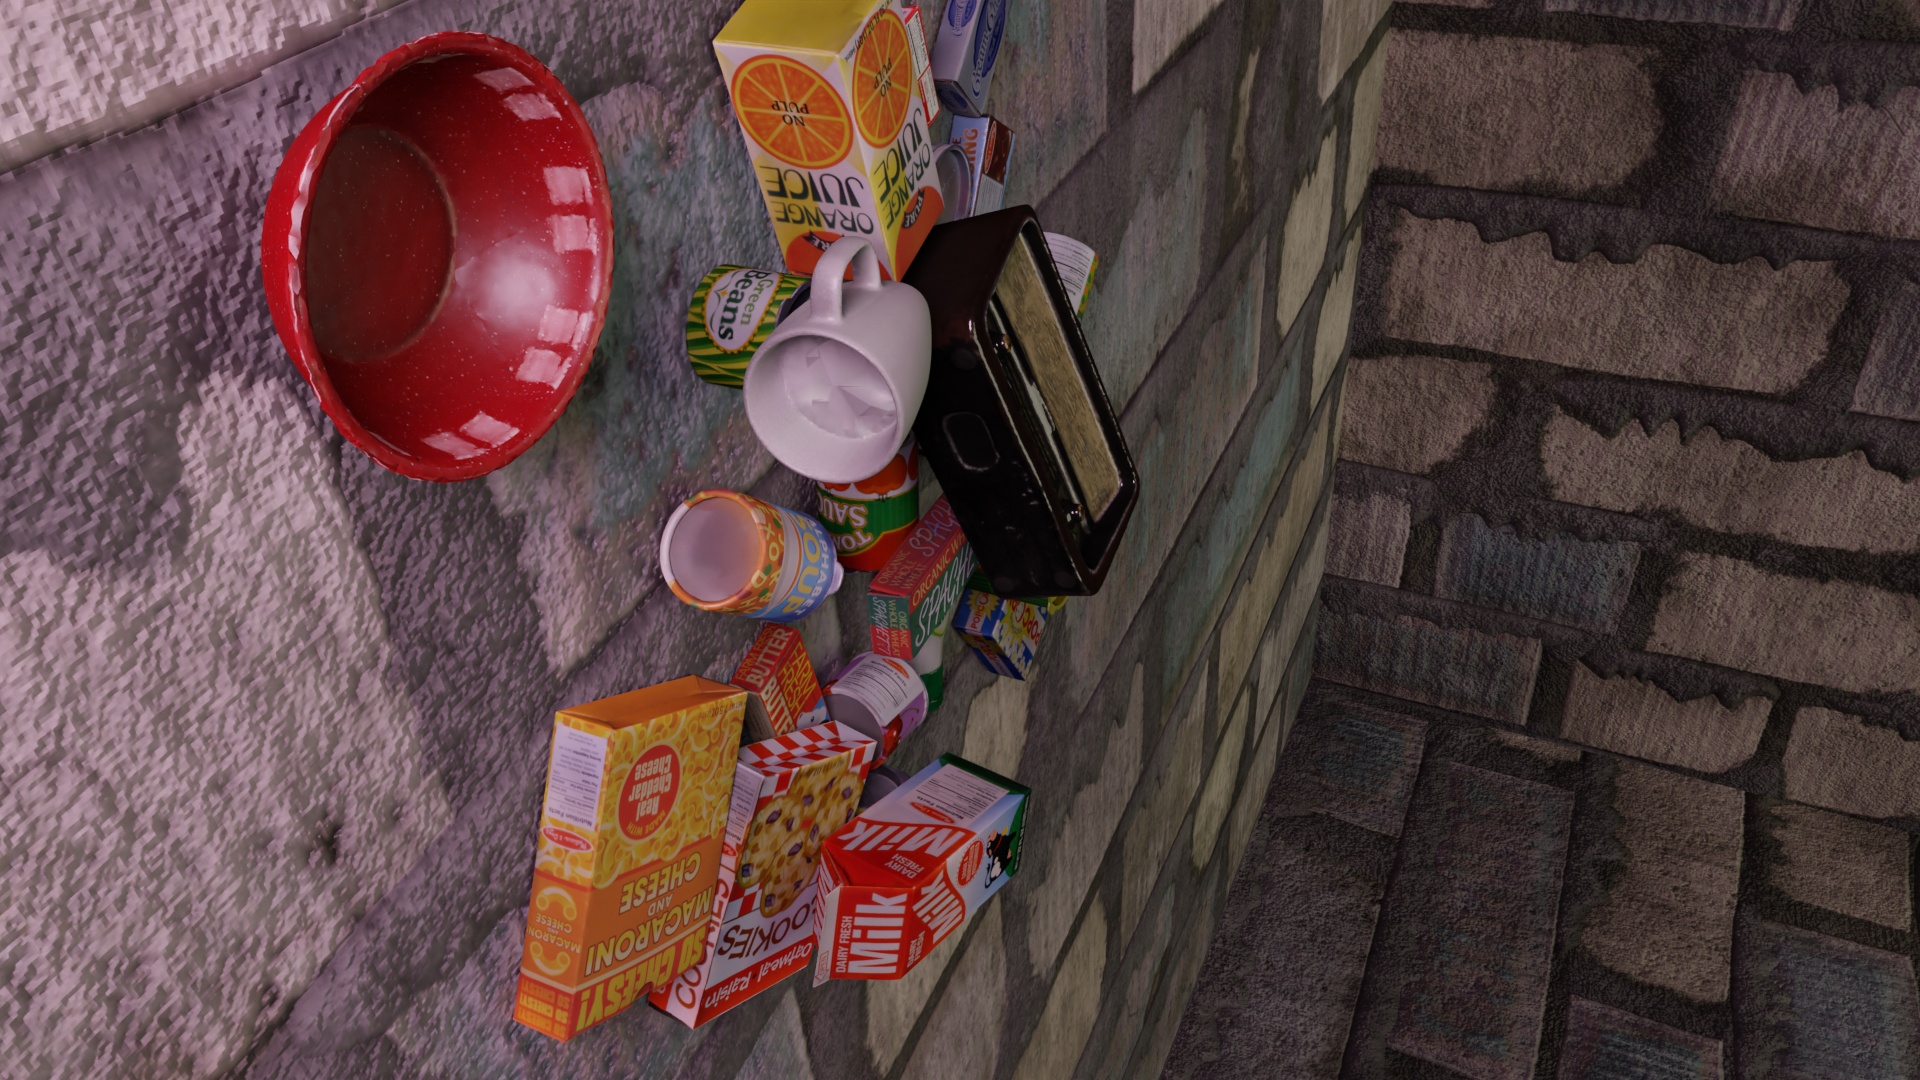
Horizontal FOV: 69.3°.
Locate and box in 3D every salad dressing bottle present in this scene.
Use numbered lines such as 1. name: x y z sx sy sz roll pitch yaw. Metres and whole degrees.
1. salad dressing bottle: -0.031 0.060 1.035 0.064 0.044 0.147 -45 142 -51

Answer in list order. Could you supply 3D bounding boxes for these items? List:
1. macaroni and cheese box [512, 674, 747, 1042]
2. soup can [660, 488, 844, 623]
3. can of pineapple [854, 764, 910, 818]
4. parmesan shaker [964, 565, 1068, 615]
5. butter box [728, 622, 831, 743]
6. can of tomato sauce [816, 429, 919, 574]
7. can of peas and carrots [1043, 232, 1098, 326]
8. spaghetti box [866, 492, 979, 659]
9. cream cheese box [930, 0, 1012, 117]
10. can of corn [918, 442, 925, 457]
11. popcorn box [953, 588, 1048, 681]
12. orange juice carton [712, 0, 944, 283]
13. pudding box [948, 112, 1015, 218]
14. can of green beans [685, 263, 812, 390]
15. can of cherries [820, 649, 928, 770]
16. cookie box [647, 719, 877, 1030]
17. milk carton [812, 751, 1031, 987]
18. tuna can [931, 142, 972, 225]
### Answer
1. macaroni and cheese box: -0.174 0.165 0.747 0.124 0.040 0.166 -8 110 -66
2. soup can: -0.113 0.010 0.767 0.084 0.071 0.071 21 83 -68
3. can of pineapple: -0.072 0.195 0.978 0.071 0.071 0.057 -32 132 -61
4. parmesan shaker: 0.033 0.014 1.087 0.071 0.103 0.071 12 91 -68
5. butter box: -0.113 0.104 0.885 0.103 0.024 0.053 78 33 -46
6. can of tomato sauce: -0.060 -0.031 0.883 0.071 0.071 0.082 -45 142 -53
7. can of peas and carrots: 0.071 -0.205 1.109 0.071 0.071 0.059 40 65 -66
8. spaghetti box: 0.003 -0.012 0.921 0.251 0.029 0.050 -54 148 -51
9. cream cheese box: 0.009 -0.343 0.930 0.053 0.024 0.104 28 77 -67
10. can of corn: 0.005 -0.089 1.019 0.071 0.058 0.071 12 91 -69
11. popcorn box: 0.040 0.063 1.218 0.126 0.038 0.085 56 51 -61
12. orange juice carton: -0.063 -0.208 0.765 0.191 0.073 0.072 76 33 -51
13. pudding box: 0.010 -0.254 0.977 0.050 0.030 0.083 -3 105 -67
14. can of green beans: -0.104 -0.111 0.739 0.071 0.058 0.071 12 91 -68
15. can of cherries: -0.065 0.119 0.957 0.059 0.071 0.071 -42 140 -55
16. cookie box: -0.122 0.203 0.863 0.123 0.040 0.167 -4 114 -62
17. milk carton: -0.034 0.216 0.907 0.191 0.073 0.072 -25 129 -55
18. tuna can: -0.020 -0.226 0.914 0.071 0.033 0.071 12 91 -68
